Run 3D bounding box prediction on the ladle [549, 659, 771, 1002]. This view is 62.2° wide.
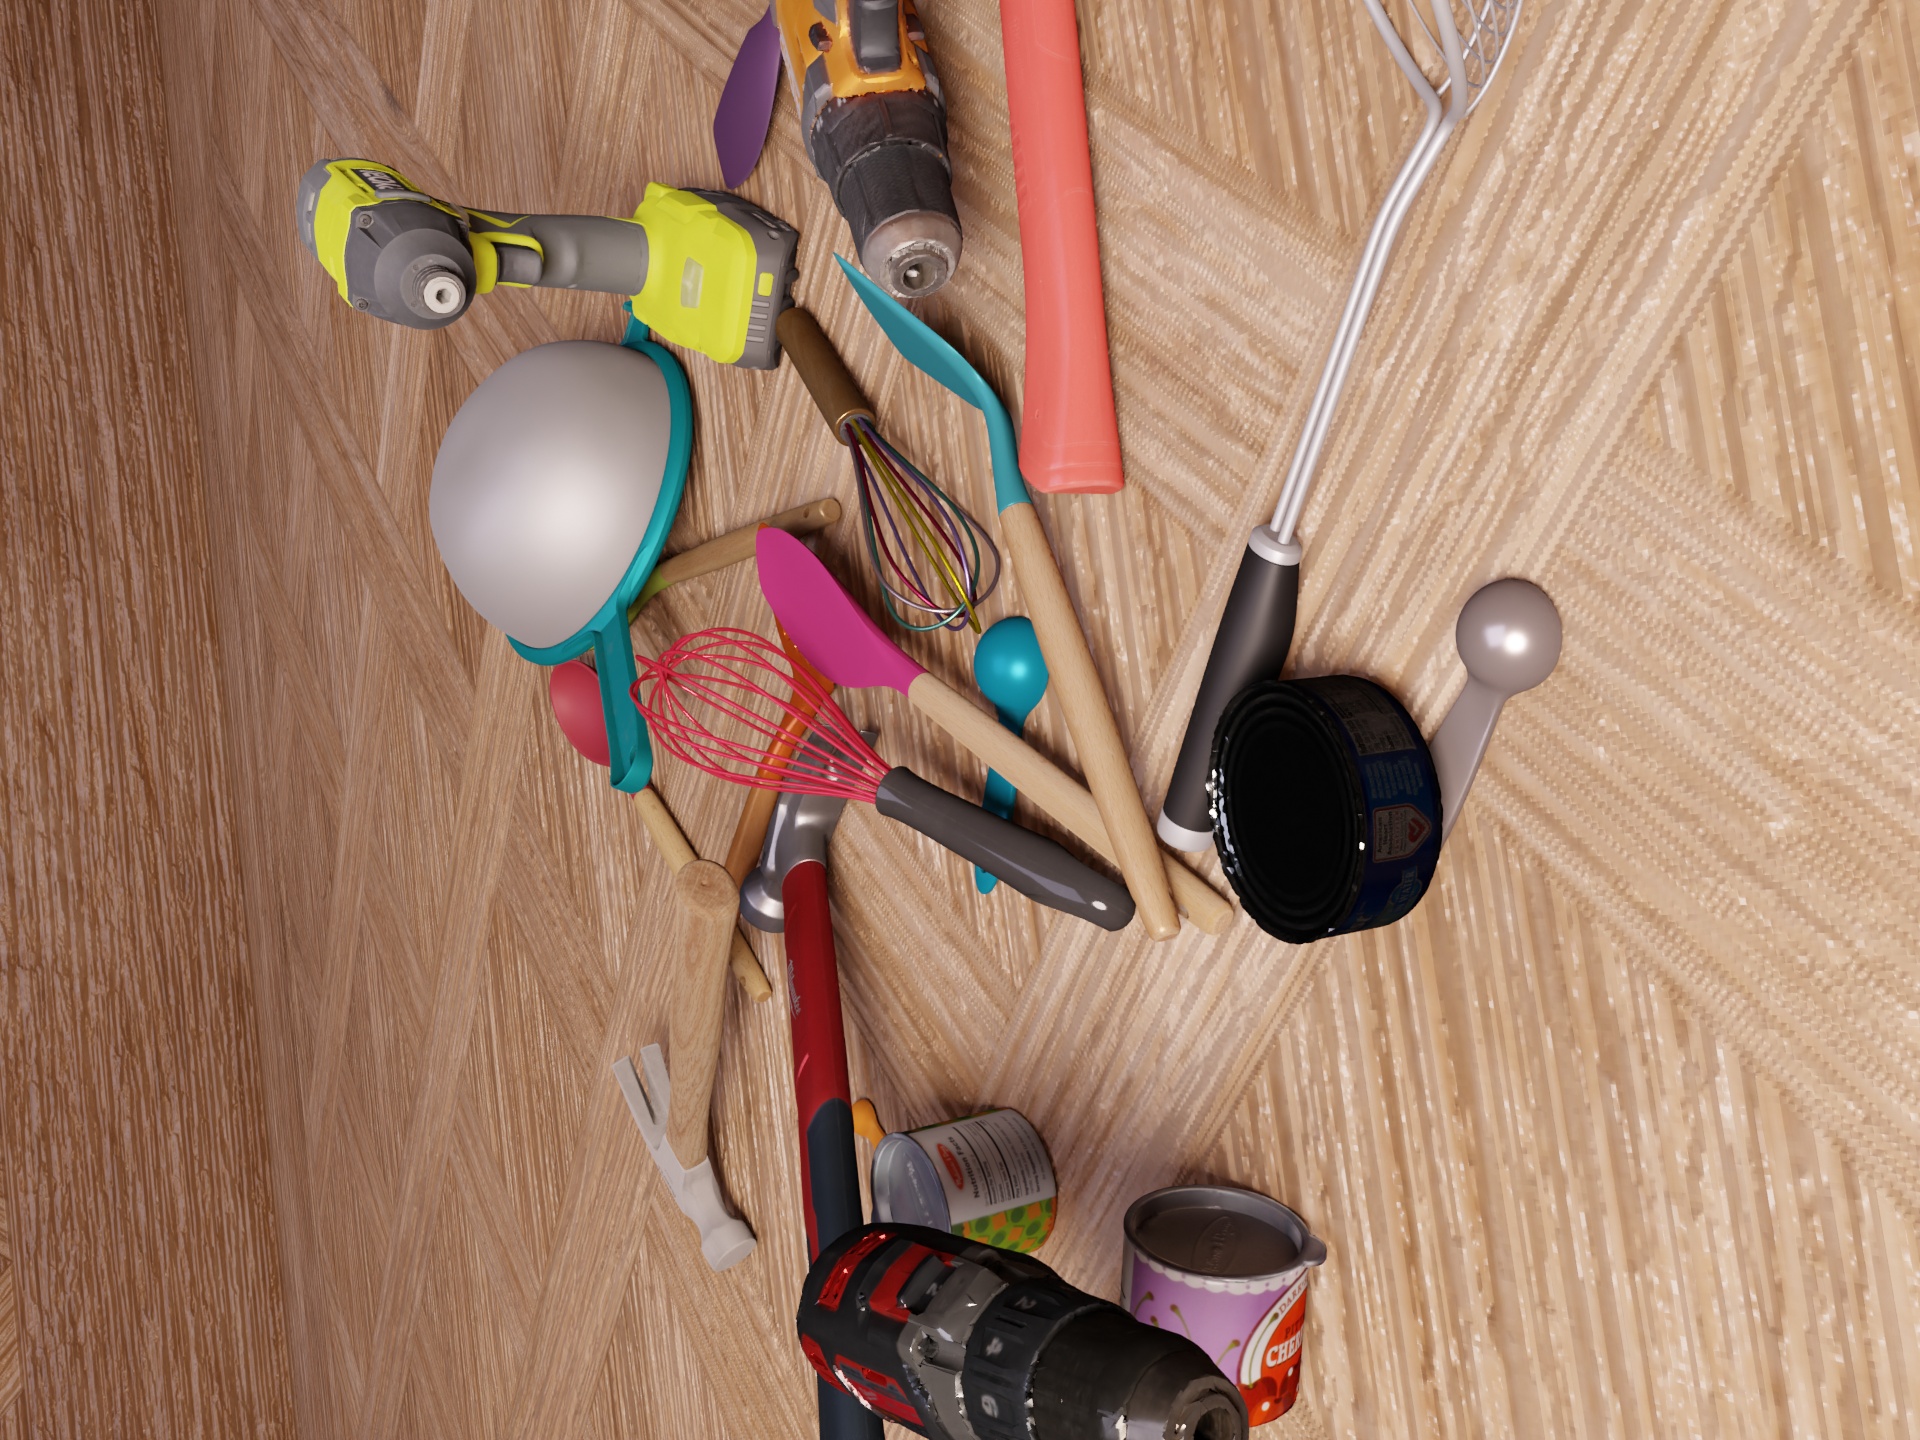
[{"bbox_3d":[-0.192,0.064,1.010,0.316,0.031,0.069,50,135,39],"label":"ladle"}]

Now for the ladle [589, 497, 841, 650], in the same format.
[{"bbox_3d":[-0.169,-0.093,0.929,0.320,0.062,0.078,-9,76,54],"label":"ladle"}]

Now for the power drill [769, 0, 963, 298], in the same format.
[{"bbox_3d":[-0.033,-0.287,0.584,0.226,0.084,0.186,96,162,-61],"label":"power drill"}]

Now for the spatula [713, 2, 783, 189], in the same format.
[{"bbox_3d":[-0.075,-0.358,0.758,0.316,0.018,0.060,-39,62,61],"label":"spatula"}]

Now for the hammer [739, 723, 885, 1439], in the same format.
[{"bbox_3d":[-0.054,0.178,0.704,0.387,0.038,0.143,-101,29,-44],"label":"hammer"}]

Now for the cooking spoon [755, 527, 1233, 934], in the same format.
[{"bbox_3d":[-0.001,-0.002,0.684,0.319,0.017,0.068,38,142,39],"label":"cooking spoon"}]

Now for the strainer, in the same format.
[{"bbox_3d":[-0.241,-0.099,0.917,0.211,0.095,0.341,-45,45,27],"label":"strainer"}]

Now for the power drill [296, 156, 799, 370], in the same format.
[{"bbox_3d":[-0.203,-0.231,0.810,0.171,0.223,0.080,41,127,46],"label":"power drill"}]

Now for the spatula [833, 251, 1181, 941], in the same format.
[{"bbox_3d":[0.021,-0.057,0.639,0.044,0.082,0.318,-22,67,10],"label":"spatula"}]

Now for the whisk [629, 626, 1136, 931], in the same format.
[{"bbox_3d":[-0.043,0.024,0.710,0.296,0.073,0.073,25,116,34],"label":"whisk"}]

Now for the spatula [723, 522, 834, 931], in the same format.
[{"bbox_3d":[-0.119,0.050,0.872,0.081,0.041,0.322,47,126,42],"label":"spatula"}]

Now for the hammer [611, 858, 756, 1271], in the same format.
[{"bbox_3d":[-0.147,0.181,0.868,0.130,0.031,0.331,50,148,28],"label":"hammer"}]

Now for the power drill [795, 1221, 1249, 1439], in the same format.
[{"bbox_3d":[0.060,0.256,0.505,0.226,0.080,0.188,54,149,-15],"label":"power drill"}]

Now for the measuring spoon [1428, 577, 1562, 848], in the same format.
[{"bbox_3d":[0.149,0.013,0.496,0.034,0.018,0.124,47,132,43],"label":"measuring spoon"}]

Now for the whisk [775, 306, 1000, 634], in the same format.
[{"bbox_3d":[-0.042,-0.122,0.747,0.051,0.047,0.245,-47,47,20],"label":"whisk"}]

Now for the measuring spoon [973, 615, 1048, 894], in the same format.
[{"bbox_3d":[0.012,0.017,0.698,0.042,0.021,0.128,28,115,52],"label":"measuring spoon"}]

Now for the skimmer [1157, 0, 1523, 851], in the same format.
[{"bbox_3d":[0.090,-0.117,0.505,0.127,0.090,0.363,-86,8,-61],"label":"skimmer"}]

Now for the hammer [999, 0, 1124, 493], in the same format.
[{"bbox_3d":[0.036,-0.268,0.615,0.149,0.036,0.359,-8,87,56],"label":"hammer"}]

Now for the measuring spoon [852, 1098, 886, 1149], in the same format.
[{"bbox_3d":[-0.030,0.237,0.799,0.117,0.011,0.021,52,134,40],"label":"measuring spoon"}]
